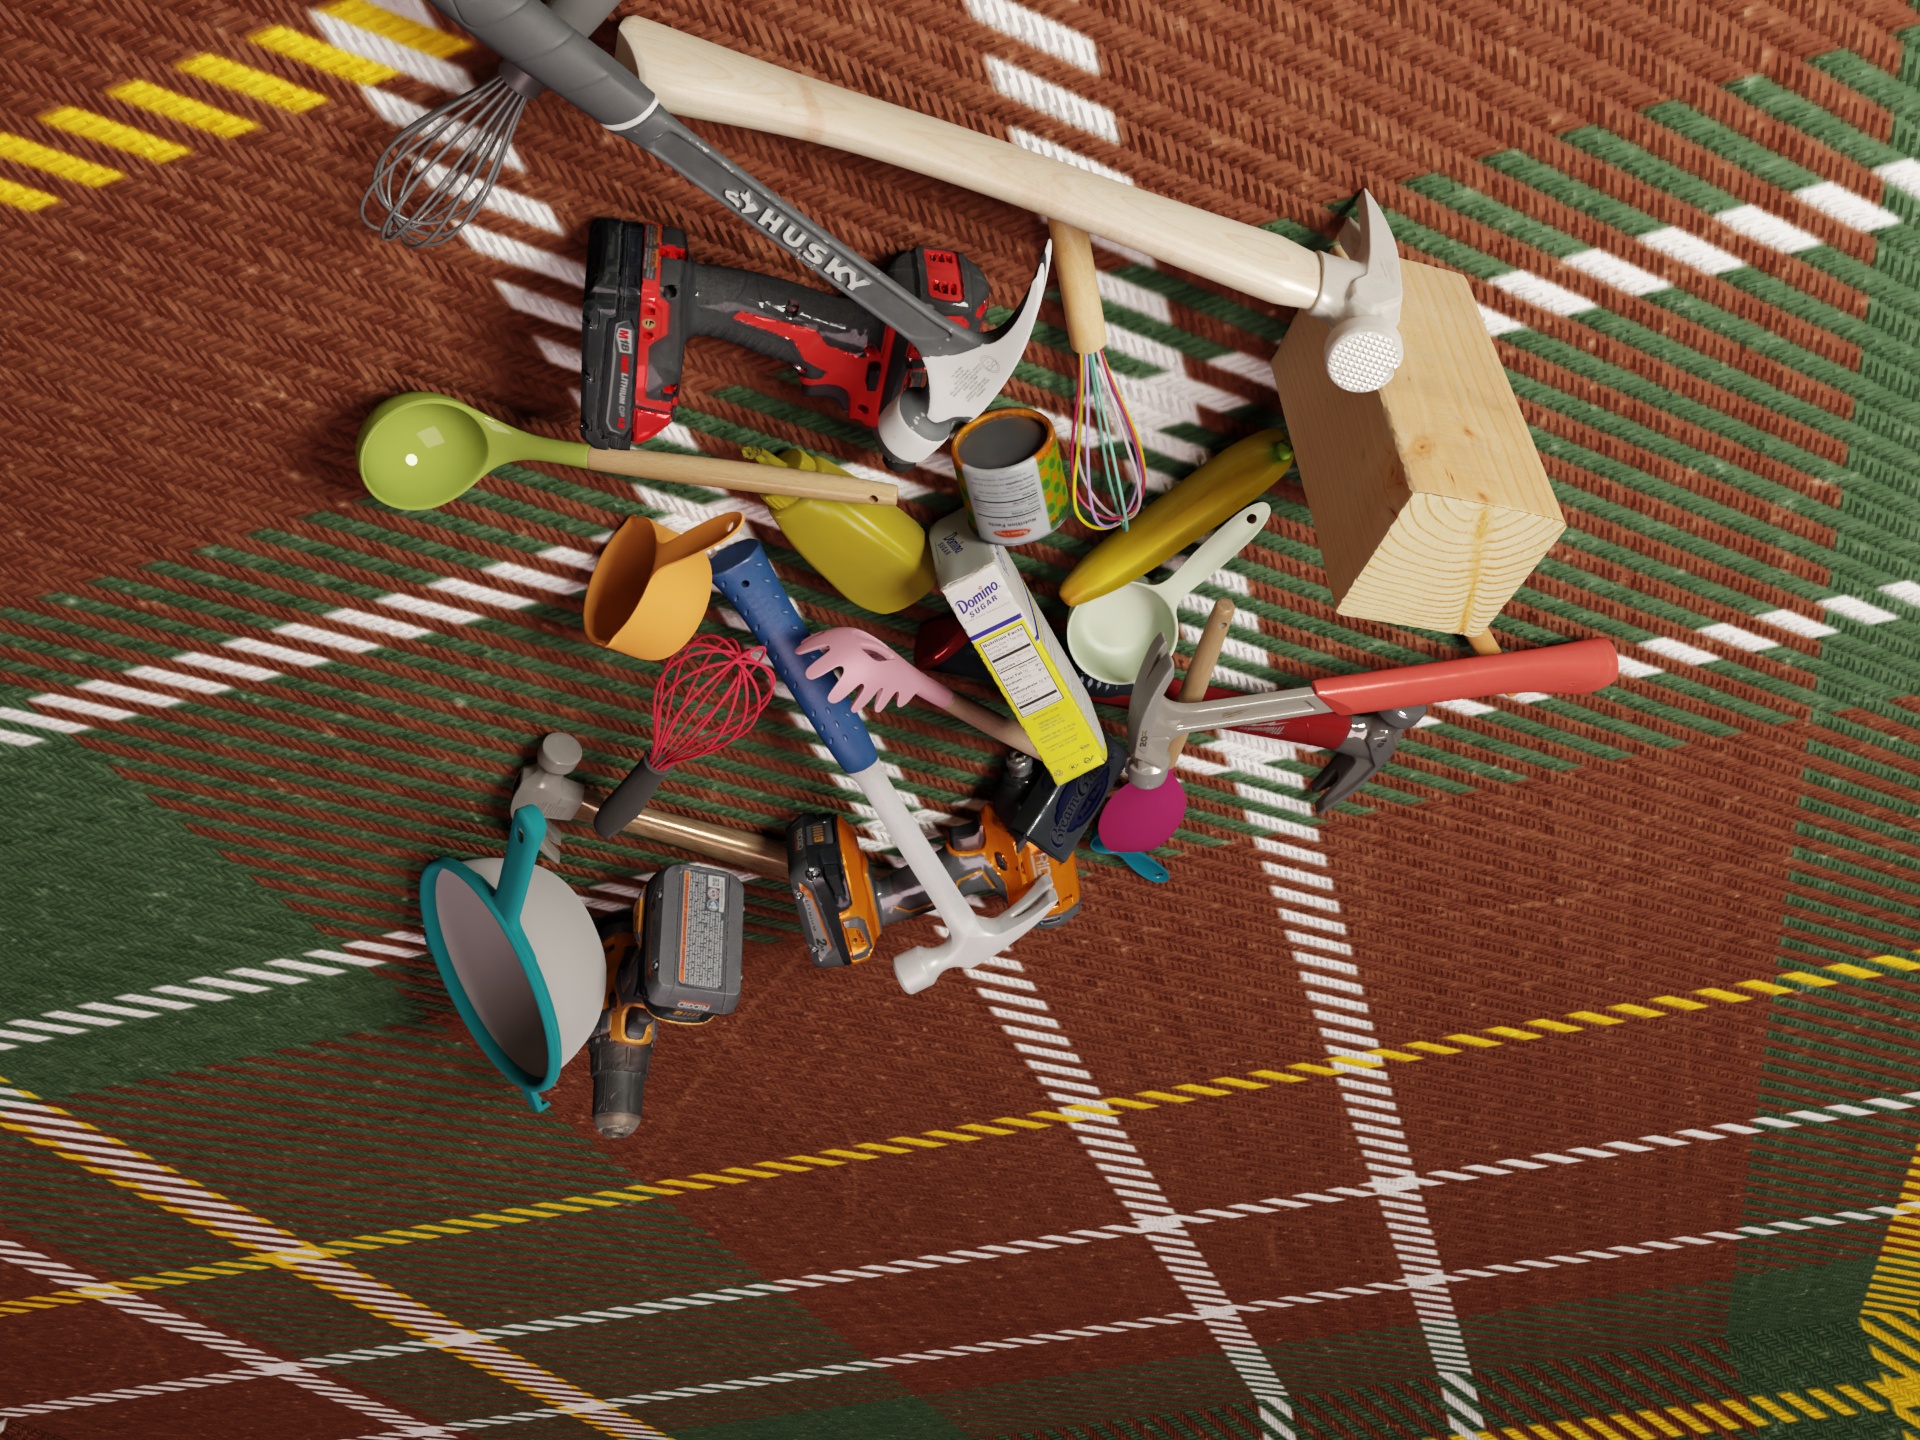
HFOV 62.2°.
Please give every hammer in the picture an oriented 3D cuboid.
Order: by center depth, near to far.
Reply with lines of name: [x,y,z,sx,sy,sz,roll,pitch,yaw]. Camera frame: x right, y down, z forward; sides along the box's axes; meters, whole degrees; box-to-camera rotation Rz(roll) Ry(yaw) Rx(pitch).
hammer: [-0.137,-0.276,0.748,0.408,0.036,0.149,32,140,-21]
hammer: [0.031,-0.281,0.809,0.410,0.146,0.038,16,138,-8]
hammer: [0.294,-0.026,1.119,0.359,0.037,0.149,-8,145,-9]
hammer: [-0.062,0.036,1.159,0.144,0.035,0.405,-27,123,5]
hammer: [0.146,-0.009,1.193,0.386,0.038,0.143,11,141,-17]
hammer: [-0.206,0.100,1.308,0.331,0.031,0.130,19,136,-25]

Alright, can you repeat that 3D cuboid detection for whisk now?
whisk: [-0.219,-0.316,0.779,0.239,0.055,0.055,-37,131,28]
whisk: [0.077,-0.203,0.942,0.047,0.051,0.244,-6,138,10]
whisk: [-0.208,0.020,1.127,0.073,0.073,0.295,17,146,-23]

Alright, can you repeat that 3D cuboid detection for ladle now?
ladle: [-0.198,-0.146,0.949,0.320,0.062,0.078,7,137,0]

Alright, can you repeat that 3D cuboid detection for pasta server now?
pasta server: [-0.002,-0.004,1.144,0.040,0.060,0.316,-40,145,17]

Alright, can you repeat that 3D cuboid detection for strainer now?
strainer: [-0.337,0.157,1.281,0.095,0.211,0.340,-25,156,-37]

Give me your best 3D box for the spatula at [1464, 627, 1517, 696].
spatula: [0.333,-0.095,1.095,0.081,0.041,0.322,-28,136,21]

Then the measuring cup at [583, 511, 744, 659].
measuring cup: [-0.172,-0.092,1.007,0.052,0.095,0.173,24,151,-38]

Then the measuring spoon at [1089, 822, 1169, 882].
measuring spoon: [0.149,0.110,1.363,0.042,0.021,0.128,-22,147,21]

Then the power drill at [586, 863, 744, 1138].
power drill: [-0.257,0.236,1.328,0.084,0.185,0.226,13,148,-26]

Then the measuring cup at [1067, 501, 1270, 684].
measuring cup: [0.143,-0.095,1.089,0.167,0.038,0.083,-42,107,15]

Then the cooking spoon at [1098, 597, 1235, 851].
cooking spoon: [0.157,0.016,1.179,0.068,0.017,0.318,0,144,-8]

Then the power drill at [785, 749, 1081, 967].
power drill: [-0.022,0.108,1.279,0.226,0.084,0.164,-11,125,-1]

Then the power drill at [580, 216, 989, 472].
power drill: [-0.102,-0.205,0.904,0.219,0.079,0.143,3,141,-12]
